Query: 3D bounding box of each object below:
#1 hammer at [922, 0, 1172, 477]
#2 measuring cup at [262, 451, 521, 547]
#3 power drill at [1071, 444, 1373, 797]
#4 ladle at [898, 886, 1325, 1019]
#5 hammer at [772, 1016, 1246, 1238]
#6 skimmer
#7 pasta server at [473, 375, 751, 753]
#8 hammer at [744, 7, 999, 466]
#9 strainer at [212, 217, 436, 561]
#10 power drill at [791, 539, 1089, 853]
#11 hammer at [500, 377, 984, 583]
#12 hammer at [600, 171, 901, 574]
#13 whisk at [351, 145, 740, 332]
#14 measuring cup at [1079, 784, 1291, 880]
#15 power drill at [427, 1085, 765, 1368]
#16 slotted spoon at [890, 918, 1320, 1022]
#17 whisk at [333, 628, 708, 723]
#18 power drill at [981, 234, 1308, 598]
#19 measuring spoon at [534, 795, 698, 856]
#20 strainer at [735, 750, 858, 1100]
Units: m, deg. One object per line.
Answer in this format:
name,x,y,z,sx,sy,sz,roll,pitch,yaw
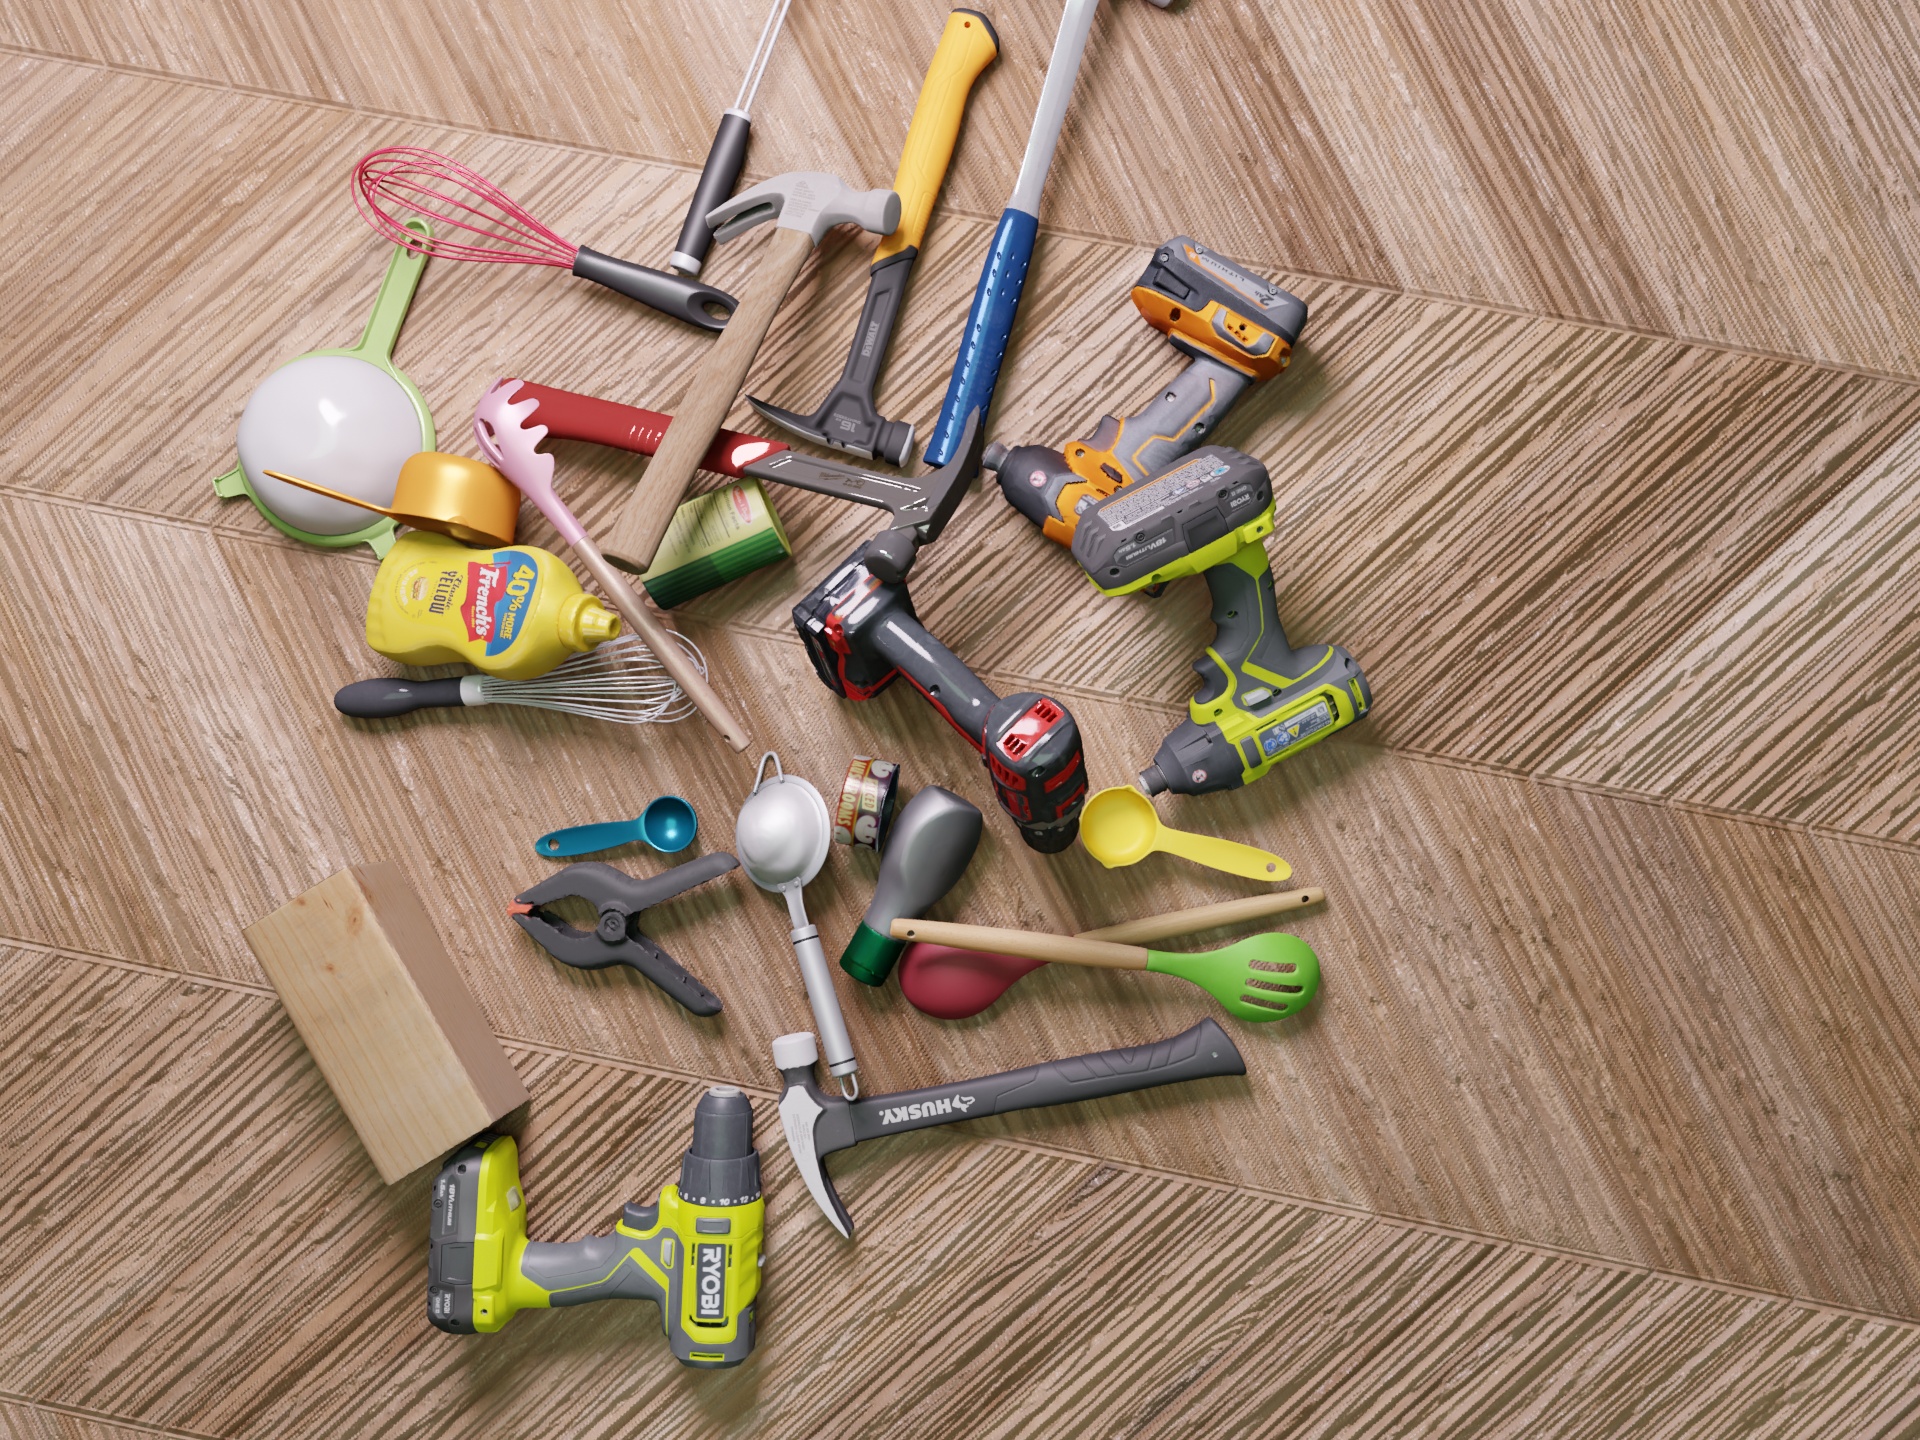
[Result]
hammer,0.042,-0.379,1.152,0.144,0.035,0.405,15,92,-21
measuring cup,-0.400,-0.171,1.134,0.173,0.095,0.052,16,84,-23
power drill,0.171,-0.058,1.093,0.171,0.080,0.223,-28,117,-1
ladle,0.109,0.159,1.152,0.315,0.031,0.069,-12,92,0
hammer,0.039,0.273,1.146,0.335,0.035,0.146,-11,87,2
skimmer,-0.160,-0.509,1.153,0.127,0.090,0.363,22,92,35
pasta server,-0.244,-0.107,1.118,0.316,0.060,0.040,51,49,1
hammer,-0.050,-0.363,1.171,0.127,0.034,0.337,18,89,2
strainer,-0.450,-0.255,1.166,0.151,0.069,0.256,22,91,3
power drill,-0.002,-0.004,1.102,0.227,0.187,0.080,40,76,22
hammer,-0.167,-0.198,1.127,0.359,0.036,0.149,16,58,19
hammer,-0.163,-0.247,1.101,0.130,0.031,0.331,17,70,20
whisk,-0.298,-0.343,1.159,0.295,0.073,0.073,19,89,-8
measuring cup,0.162,0.089,1.152,0.156,0.029,0.062,15,89,0
power drill,-0.253,0.355,1.136,0.228,0.080,0.190,2,89,0
slotted spoon,0.106,0.169,1.128,0.313,0.031,0.070,8,104,-4
whisk,-0.324,-0.026,1.164,0.284,0.070,0.070,-4,88,7
power drill,0.128,-0.223,1.137,0.164,0.084,0.226,30,94,3
measuring spoon,-0.253,0.083,1.177,0.128,0.021,0.042,-10,89,11
strainer,-0.114,0.145,1.136,0.087,0.050,0.258,-23,80,28
